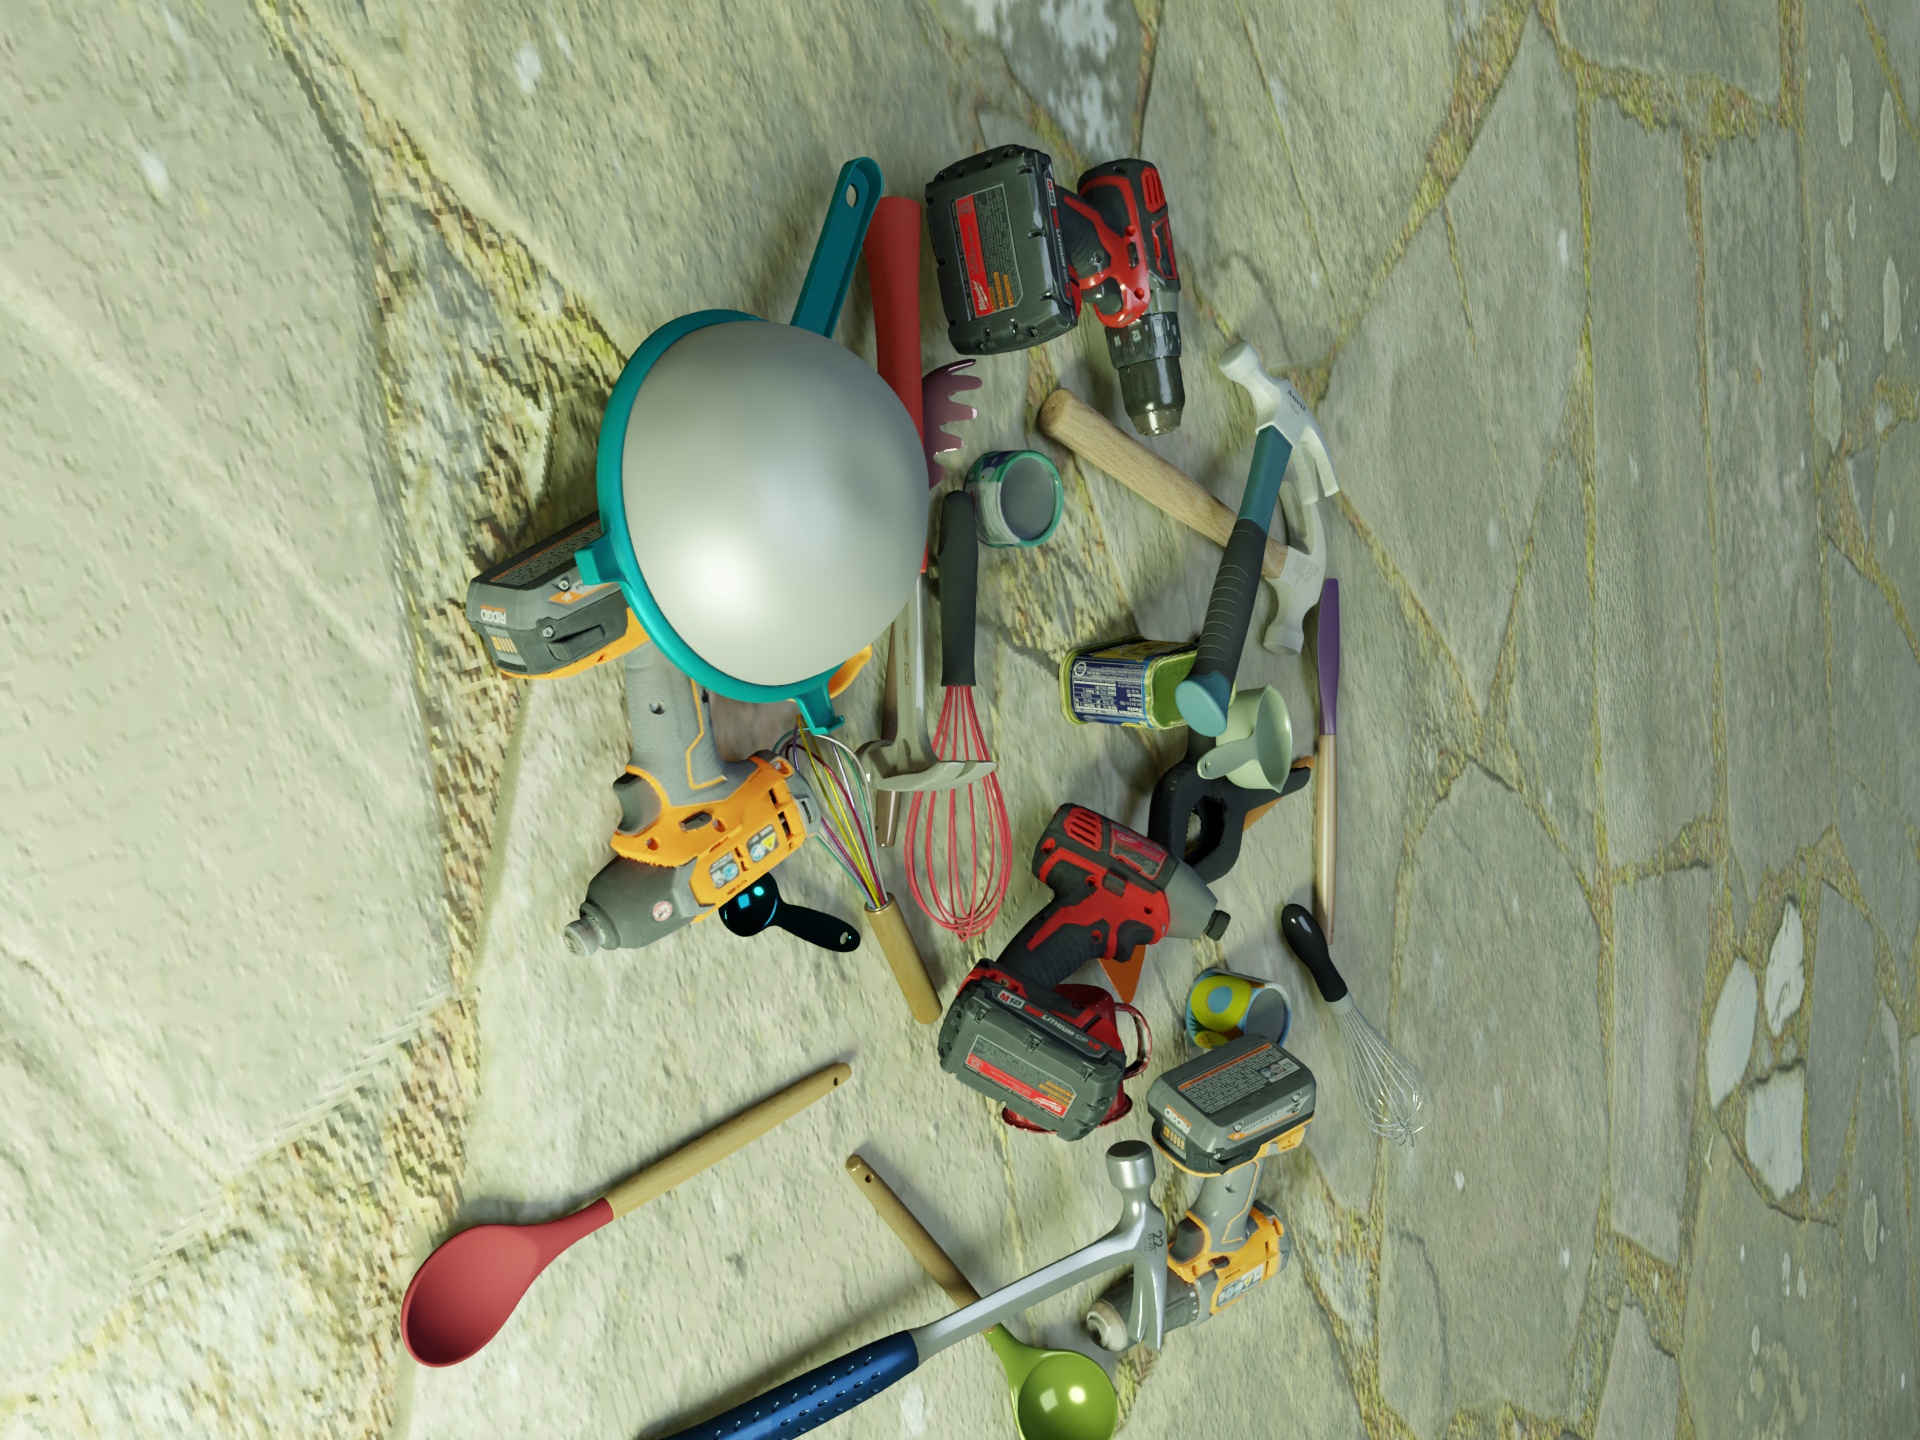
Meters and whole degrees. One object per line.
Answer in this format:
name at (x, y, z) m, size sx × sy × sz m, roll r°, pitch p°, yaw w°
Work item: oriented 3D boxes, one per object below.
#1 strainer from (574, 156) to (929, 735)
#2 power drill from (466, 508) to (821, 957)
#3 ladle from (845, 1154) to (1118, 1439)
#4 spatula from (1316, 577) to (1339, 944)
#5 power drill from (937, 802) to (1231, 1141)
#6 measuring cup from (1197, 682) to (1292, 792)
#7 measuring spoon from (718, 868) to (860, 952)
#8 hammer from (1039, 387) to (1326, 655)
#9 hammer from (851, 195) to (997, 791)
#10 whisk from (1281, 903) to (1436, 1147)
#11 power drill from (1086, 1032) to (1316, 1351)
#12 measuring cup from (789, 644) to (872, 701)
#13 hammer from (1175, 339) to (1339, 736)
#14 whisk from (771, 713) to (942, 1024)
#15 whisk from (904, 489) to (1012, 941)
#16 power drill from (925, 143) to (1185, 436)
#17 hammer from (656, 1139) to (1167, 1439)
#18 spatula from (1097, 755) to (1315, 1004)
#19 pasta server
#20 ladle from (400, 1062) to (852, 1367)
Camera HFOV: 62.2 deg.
strainer at (-0.065, -0.175, 0.854) m, size 0.210 × 0.095 × 0.341 m, roll 37°, pitch 59°, yaw -45°
power drill at (-0.178, 0.012, 0.865) m, size 0.164 × 0.084 × 0.226 m, roll -37°, pitch 122°, yaw -33°
ladle at (0.014, 0.407, 1.099) m, size 0.078 × 0.062 × 0.319 m, roll -47°, pitch 120°, yaw -24°
spatula at (0.313, 0.037, 1.358) m, size 0.059 × 0.018 × 0.316 m, roll -13°, pitch 104°, yaw -60°
power drill at (0.088, 0.159, 1.055) m, size 0.220 × 0.143 × 0.078 m, roll -54°, pitch 168°, yaw -44°
measuring cup at (0.194, 0.021, 1.152) m, size 0.167 × 0.038 × 0.083 m, roll -16°, pitch 100°, yaw -56°
measuring spoon at (-0.107, 0.122, 0.987) m, size 0.128 × 0.021 × 0.042 m, roll 32°, pitch 76°, yaw -50°
hammer at (0.178, -0.166, 1.206) m, size 0.331 × 0.031 × 0.130 m, roll 25°, pitch 78°, yaw -41°
hammer at (-0.030, -0.137, 0.951) m, size 0.036 × 0.149 × 0.359 m, roll 0°, pitch 86°, yaw -25°
whisk at (0.343, 0.266, 1.391) m, size 0.070 × 0.070 × 0.284 m, roll -46°, pitch 117°, yaw -30°
power drill at (0.179, 0.368, 1.207) m, size 0.185 × 0.084 × 0.226 m, roll -16°, pitch 123°, yaw -32°
measuring cup at (-0.092, -0.095, 0.952) m, size 0.095 × 0.052 × 0.174 m, roll 23°, pitch 77°, yaw -42°
hammer at (0.208, -0.128, 1.157) m, size 0.128 × 0.033 × 0.331 m, roll 40°, pitch 51°, yaw -25°
whisk at (-0.060, 0.101, 1.007) m, size 0.051 × 0.047 × 0.244 m, roll -35°, pitch 121°, yaw -24°
whisk at (-0.002, -0.003, 1.042) m, size 0.073 × 0.073 × 0.296 m, roll 0°, pitch 89°, yaw -43°
power drill at (0.080, -0.279, 1.045) m, size 0.226 × 0.080 × 0.188 m, roll -19°, pitch 100°, yaw -55°
hammer at (-0.021, 0.411, 1.036) m, size 0.405 × 0.035 × 0.144 m, roll -14°, pitch 98°, yaw -32°
spatula at (0.194, 0.104, 1.242) m, size 0.322 × 0.041 × 0.081 m, roll -34°, pitch 99°, yaw -37°
pasta server at (-0.027, -0.075, 1.022) m, size 0.040 × 0.060 × 0.316 m, roll 4°, pitch 95°, yaw -19°
ladle at (-0.183, 0.270, 0.922) m, size 0.315 × 0.031 × 0.069 m, roll -22°, pitch 112°, yaw -41°
